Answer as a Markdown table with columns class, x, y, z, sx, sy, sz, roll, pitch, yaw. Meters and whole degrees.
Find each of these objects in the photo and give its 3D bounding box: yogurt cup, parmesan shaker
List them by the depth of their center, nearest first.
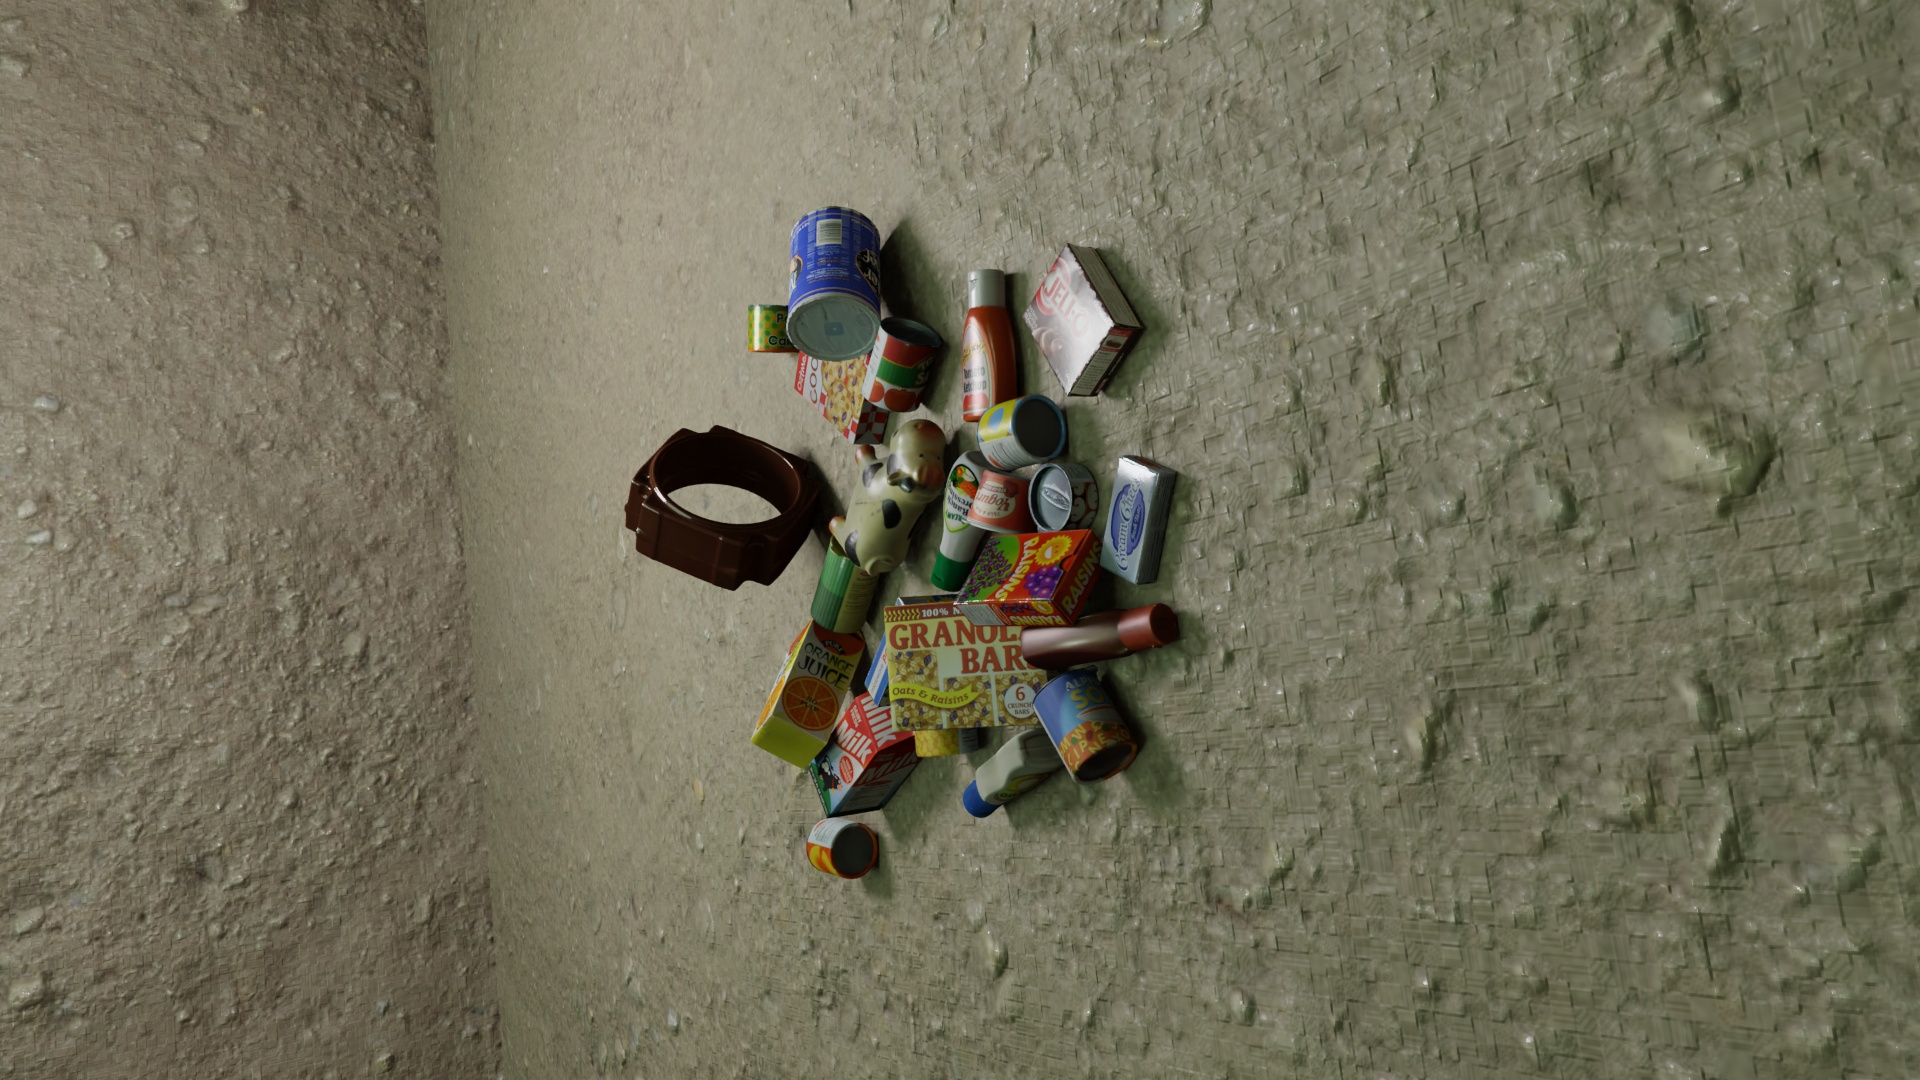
| class | x | y | z | sx | sy | sz | roll | pitch | yaw |
| --- | --- | --- | --- | --- | --- | --- | --- | --- | --- |
| yogurt cup | 0.044 | -0.037 | 1.343 | 0.072 | 0.072 | 0.054 | 21 | 101 | 54 |
| parmesan shaker | -0.132 | 0.048 | 1.601 | 0.071 | 0.071 | 0.102 | 51 | 131 | 42 |

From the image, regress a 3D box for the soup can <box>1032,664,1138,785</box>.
| class | x | y | z | sx | sy | sz | roll | pitch | yaw |
| --- | --- | --- | --- | --- | --- | --- | --- | --- | --- |
| soup can | 0.114 | 0.166 | 1.247 | 0.084 | 0.071 | 0.071 | 60 | 137 | 34 |

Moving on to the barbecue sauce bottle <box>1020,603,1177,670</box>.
| class | x | y | z | sx | sy | sz | roll | pitch | yaw |
| --- | --- | --- | --- | --- | --- | --- | --- | --- | --- |
| barbecue sauce bottle | 0.124 | 0.085 | 1.233 | 0.148 | 0.065 | 0.044 | -16 | 71 | 47 |

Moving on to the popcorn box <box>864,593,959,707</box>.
| class | x | y | z | sx | sy | sz | roll | pitch | yaw |
| --- | --- | --- | --- | --- | --- | --- | --- | --- | --- |
| popcorn box | -0.040 | 0.115 | 1.455 | 0.038 | 0.085 | 0.126 | 55 | 134 | 41 |

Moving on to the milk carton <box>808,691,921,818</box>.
| class | x | y | z | sx | sy | sz | roll | pitch | yaw |
| --- | --- | --- | --- | --- | --- | --- | --- | --- | --- |
| milk carton | -0.095 | 0.231 | 1.554 | 0.189 | 0.073 | 0.072 | -55 | 48 | 42 |

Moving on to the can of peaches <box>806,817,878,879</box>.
| class | x | y | z | sx | sy | sz | roll | pitch | yaw |
| --- | --- | --- | --- | --- | --- | --- | --- | --- | --- |
| can of peaches | -0.137 | 0.363 | 1.632 | 0.058 | 0.071 | 0.071 | -7 | 86 | 56 |

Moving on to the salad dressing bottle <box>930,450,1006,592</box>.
| class | x | y | z | sx | sy | sz | roll | pitch | yaw |
| --- | --- | --- | --- | --- | --- | --- | --- | --- | --- |
| salad dressing bottle | 0.005 | -0.018 | 1.417 | 0.064 | 0.044 | 0.147 | 37 | 122 | 36 |

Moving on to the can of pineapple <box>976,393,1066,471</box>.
| class | x | y | z | sx | sy | sz | roll | pitch | yaw |
| --- | --- | --- | --- | --- | --- | --- | --- | --- | --- |
| can of pineapple | 0.059 | -0.104 | 1.315 | 0.057 | 0.071 | 0.071 | -10 | 83 | 55 |

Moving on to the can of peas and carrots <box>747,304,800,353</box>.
| class | x | y | z | sx | sy | sz | roll | pitch | yaw |
| --- | --- | --- | --- | --- | --- | --- | --- | --- | --- |
| can of peas and carrots | -0.232 | -0.265 | 1.740 | 0.071 | 0.071 | 0.058 | 10 | 101 | 56 |

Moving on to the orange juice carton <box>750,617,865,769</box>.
| class | x | y | z | sx | sy | sz | roll | pitch | yaw |
| --- | --- | --- | --- | --- | --- | --- | --- | --- | --- |
| orange juice carton | -0.170 | 0.161 | 1.620 | 0.071 | 0.073 | 0.194 | -50 | 15 | 46 |

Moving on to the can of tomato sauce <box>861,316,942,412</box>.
| class | x | y | z | sx | sy | sz | roll | pitch | yaw |
| --- | --- | --- | --- | --- | --- | --- | --- | --- | --- |
| can of tomato sauce | -0.063 | -0.188 | 1.494 | 0.071 | 0.071 | 0.082 | 49 | 131 | 43 |

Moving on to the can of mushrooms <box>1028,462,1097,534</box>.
| class | x | y | z | sx | sy | sz | roll | pitch | yaw |
| --- | --- | --- | --- | --- | --- | --- | --- | --- | --- |
| can of mushrooms | 0.095 | -0.037 | 1.293 | 0.071 | 0.033 | 0.071 | 5 | 95 | 55 |

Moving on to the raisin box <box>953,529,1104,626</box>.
| class | x | y | z | sx | sy | sz | roll | pitch | yaw |
| --- | --- | --- | --- | --- | --- | --- | --- | --- | --- |
| raisin box | 0.064 | 0.035 | 1.269 | 0.123 | 0.040 | 0.086 | -4 | 45 | 45 |

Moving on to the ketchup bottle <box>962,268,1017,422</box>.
| class | x | y | z | sx | sy | sz | roll | pitch | yaw |
| --- | --- | --- | --- | --- | --- | --- | --- | --- | --- |
| ketchup bottle | 0.028 | -0.192 | 1.377 | 0.064 | 0.043 | 0.148 | -1 | 90 | 56 |

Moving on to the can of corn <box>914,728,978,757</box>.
| class | x | y | z | sx | sy | sz | roll | pitch | yaw |
| --- | --- | --- | --- | --- | --- | --- | --- | --- | --- |
| can of corn | -0.018 | 0.192 | 1.441 | 0.071 | 0.071 | 0.058 | -11 | 83 | 56 |

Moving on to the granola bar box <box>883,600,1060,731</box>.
| class | x | y | z | sx | sy | sz | roll | pitch | yaw |
| --- | --- | --- | --- | --- | --- | --- | --- | --- | --- |
| granola bar box | 0.011 | 0.119 | 1.343 | 0.165 | 0.039 | 0.124 | -6 | 85 | 20 |

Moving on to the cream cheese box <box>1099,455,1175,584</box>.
| class | x | y | z | sx | sy | sz | roll | pitch | yaw |
| --- | --- | --- | --- | --- | --- | --- | --- | --- | --- |
| cream cheese box | 0.154 | -0.018 | 1.213 | 0.053 | 0.024 | 0.103 | 30 | 116 | 52 |

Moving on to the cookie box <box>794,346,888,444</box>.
| class | x | y | z | sx | sy | sz | roll | pitch | yaw |
| --- | --- | --- | --- | --- | --- | --- | --- | --- | --- |
| cookie box | -0.135 | -0.201 | 1.620 | 0.168 | 0.040 | 0.122 | 43 | 126 | 47 |

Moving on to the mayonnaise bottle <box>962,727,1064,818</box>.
| class | x | y | z | sx | sy | sz | roll | pitch | yaw |
| --- | --- | --- | --- | --- | --- | --- | --- | --- | --- |
| mayonnaise bottle | 0.048 | 0.229 | 1.353 | 0.147 | 0.065 | 0.041 | -51 | 49 | 50 |
